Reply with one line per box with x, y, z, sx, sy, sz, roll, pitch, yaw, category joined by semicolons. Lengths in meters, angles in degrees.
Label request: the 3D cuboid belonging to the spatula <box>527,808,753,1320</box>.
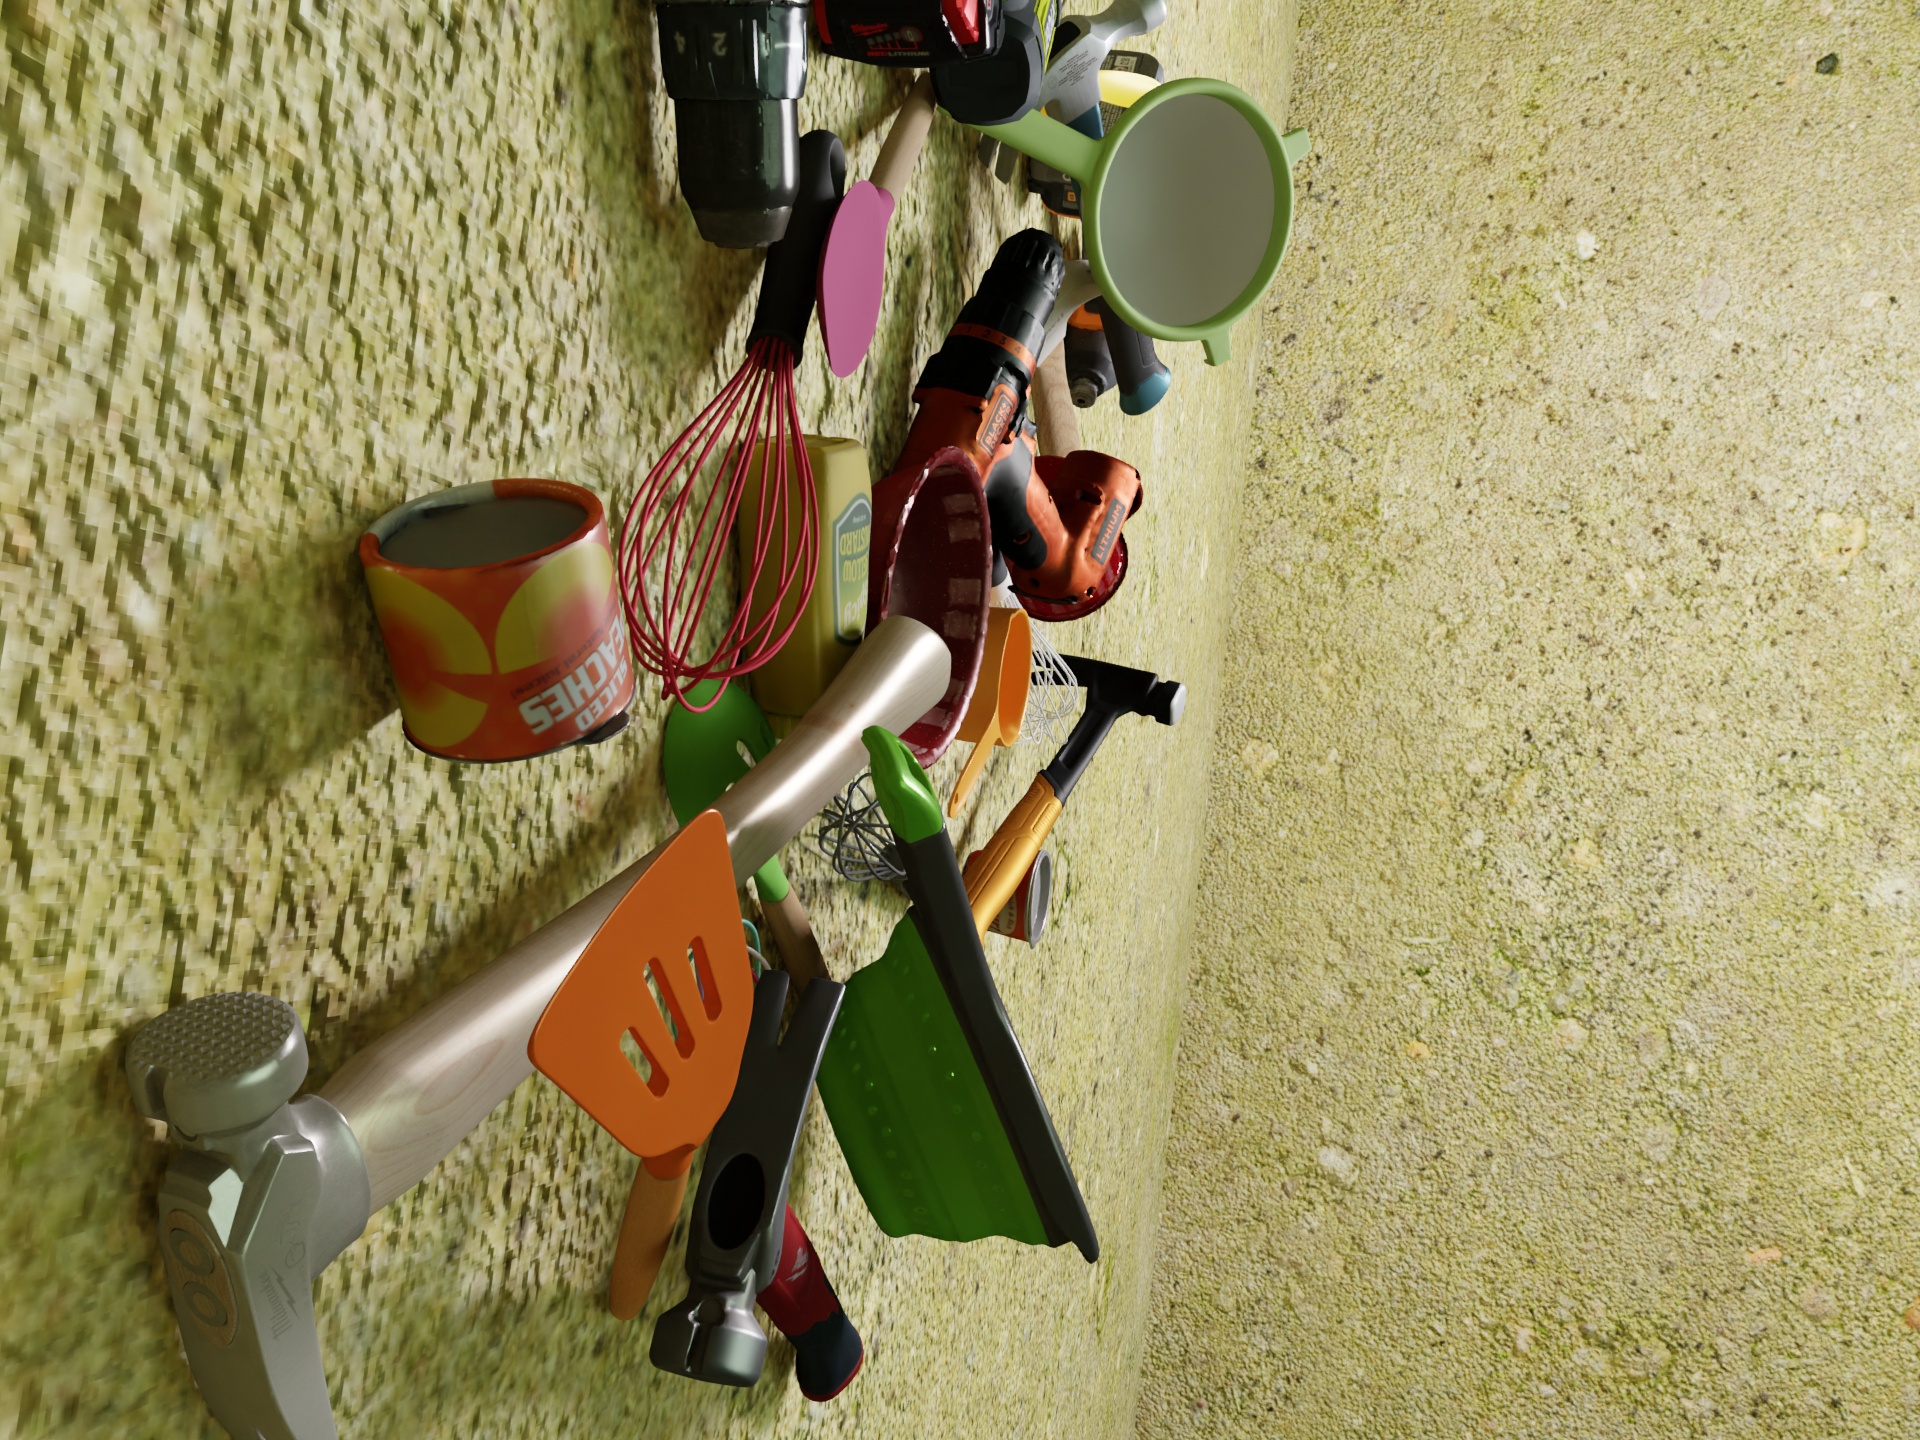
-0.103;0.142;0.509;0.081;0.041;0.322;-56;174;-36;spatula

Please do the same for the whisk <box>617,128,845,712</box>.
-0.077;-0.131;0.625;0.073;0.073;0.296;73;21;-56;whisk

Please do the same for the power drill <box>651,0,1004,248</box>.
-0.053;-0.288;0.610;0.227;0.080;0.187;-49;143;-61;power drill

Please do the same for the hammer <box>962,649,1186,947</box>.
0.047;0.062;1.129;0.337;0.127;0.034;-54;150;-44;hammer

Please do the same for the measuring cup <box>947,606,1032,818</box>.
-0.002;-0.003;0.967;0.174;0.052;0.095;-64;156;-47;measuring cup

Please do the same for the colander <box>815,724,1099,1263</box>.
-0.028;0.138;0.715;0.396;0.094;0.205;75;-10;-53;colander

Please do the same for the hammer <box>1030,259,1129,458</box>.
0.067;-0.212;1.105;0.130;0.031;0.331;-49;166;-4;hammer

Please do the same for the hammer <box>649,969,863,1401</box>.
-0.070;0.241;0.716;0.386;0.038;0.143;88;13;-62;hammer

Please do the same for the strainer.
0.081;-0.321;0.941;0.069;0.256;0.151;34;-74;57;strainer

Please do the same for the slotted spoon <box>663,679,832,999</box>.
-0.082;0.091;0.751;0.313;0.031;0.070;79;27;-52;slotted spoon

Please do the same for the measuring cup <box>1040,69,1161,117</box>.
0.077;-0.405;1.019;0.156;0.029;0.062;-15;107;-46;measuring cup

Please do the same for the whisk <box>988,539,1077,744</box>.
0.030;-0.070;1.052;0.284;0.070;0.070;68;32;-53;whisk

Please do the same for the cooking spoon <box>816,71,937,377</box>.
-0.034;-0.240;0.714;0.319;0.017;0.068;-79;169;-52;cooking spoon

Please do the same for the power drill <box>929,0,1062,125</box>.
0.014;-0.434;0.783;0.171;0.080;0.223;-79;167;-46;power drill

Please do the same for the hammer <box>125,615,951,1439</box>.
-0.099;0.066;0.553;0.411;0.038;0.146;-44;140;-56;hammer

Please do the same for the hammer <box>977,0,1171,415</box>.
0.098;-0.317;1.051;0.033;0.128;0.330;54;-4;31;hammer

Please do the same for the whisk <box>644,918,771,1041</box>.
-0.098;0.163;0.697;0.051;0.047;0.244;-56;155;-37;whisk

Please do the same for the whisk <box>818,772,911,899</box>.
-0.035;0.076;0.893;0.238;0.055;0.055;60;39;-73;whisk

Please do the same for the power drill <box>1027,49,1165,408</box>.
0.102;-0.347;1.160;0.226;0.084;0.164;77;25;-60;power drill
